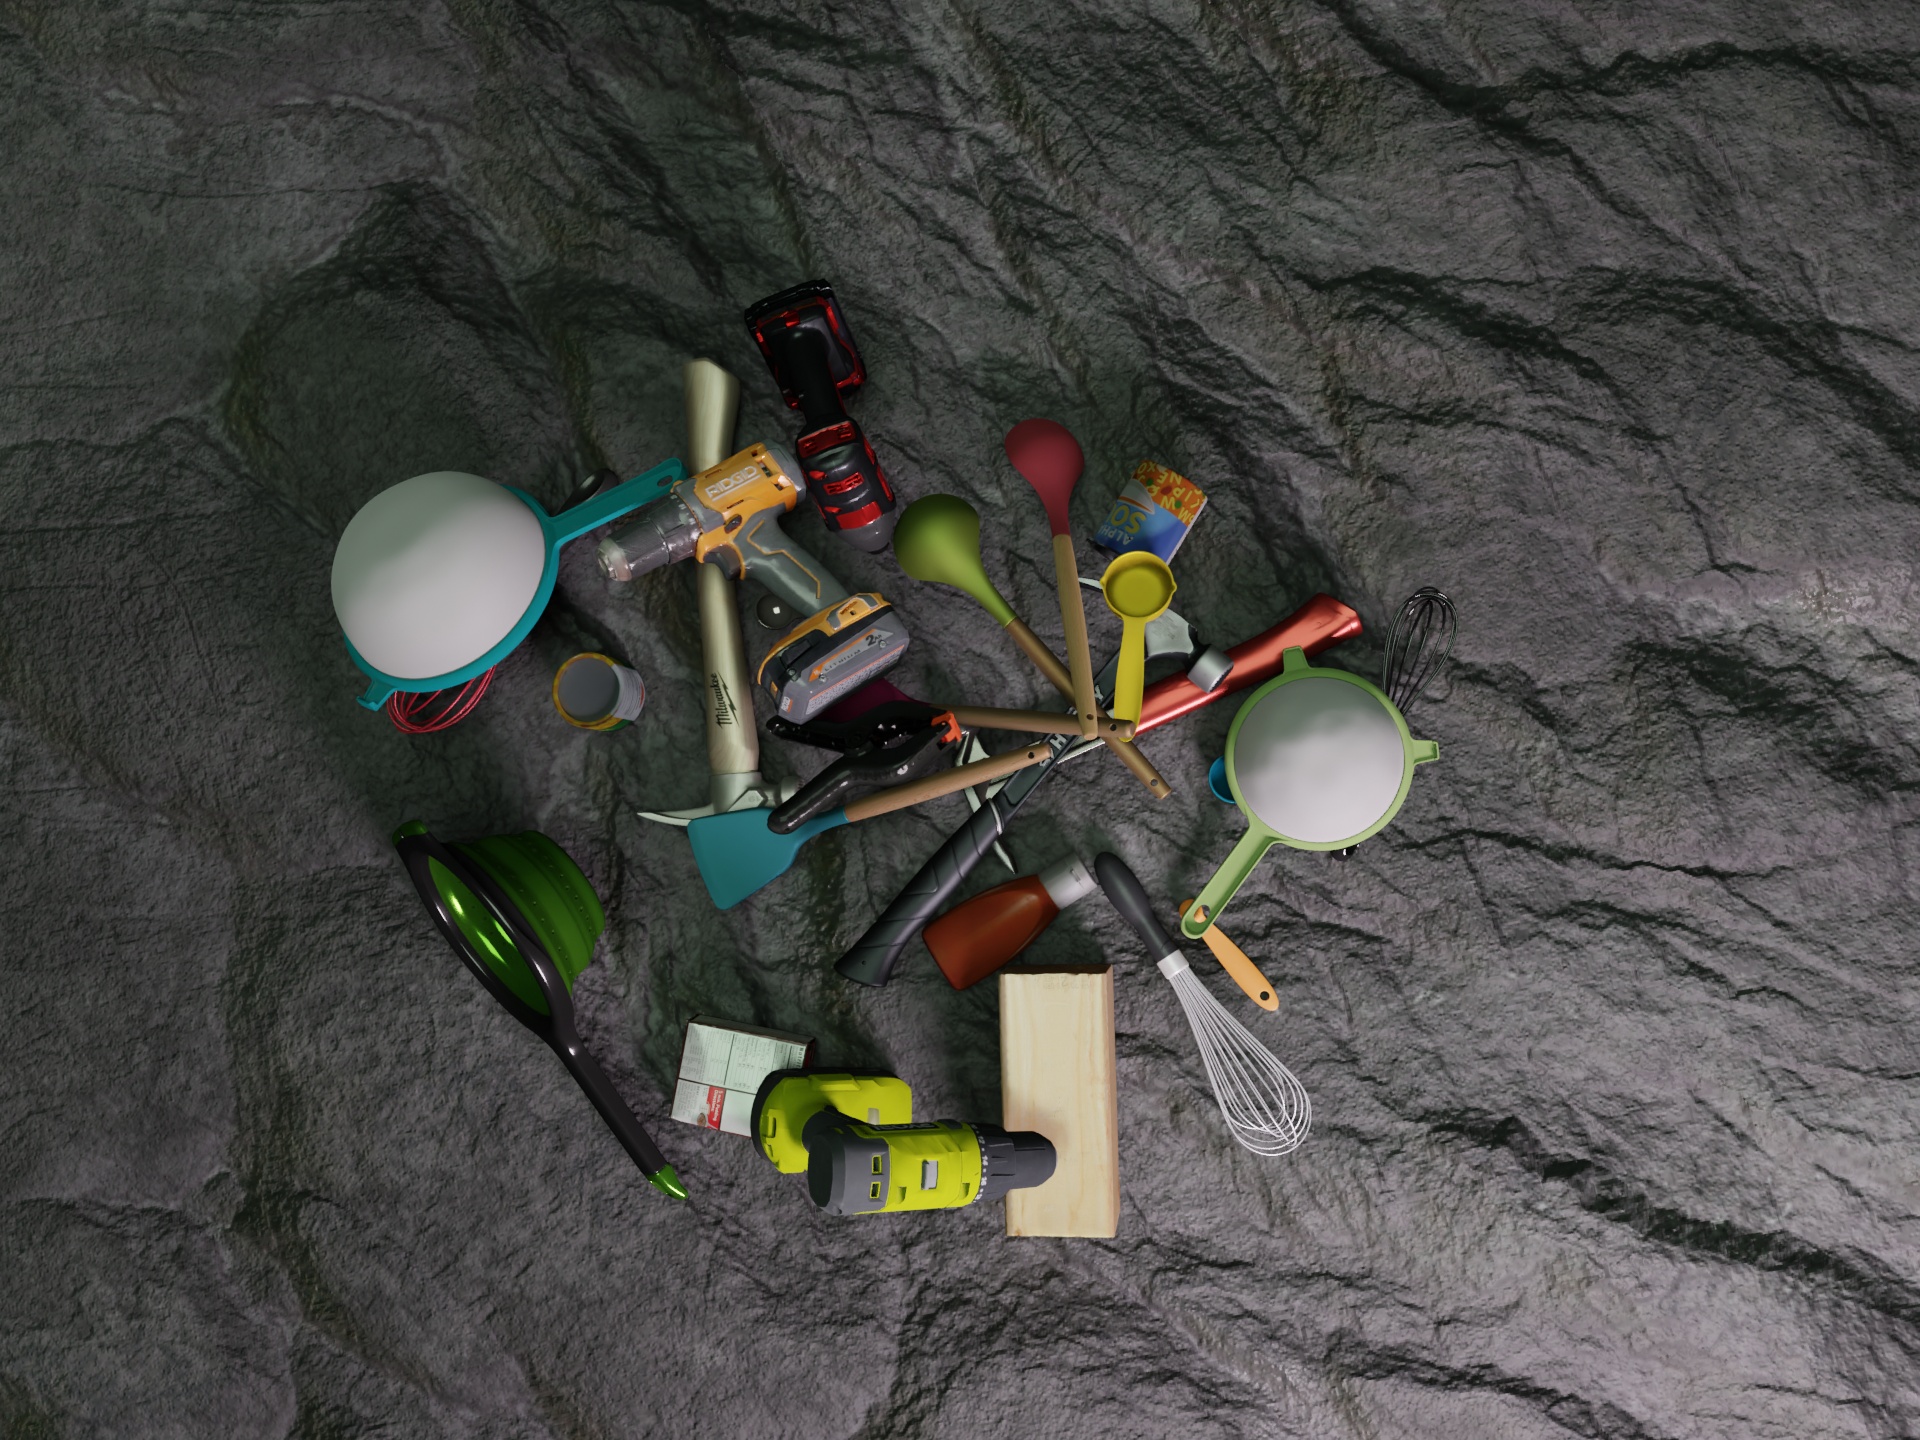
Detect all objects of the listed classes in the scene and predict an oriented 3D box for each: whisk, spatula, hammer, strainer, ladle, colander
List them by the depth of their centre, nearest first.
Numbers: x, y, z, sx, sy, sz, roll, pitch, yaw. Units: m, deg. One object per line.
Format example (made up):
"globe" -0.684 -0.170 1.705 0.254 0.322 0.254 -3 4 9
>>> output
"strainer" 0.256 0.076 1.280 0.151 0.069 0.256 36 99 7
"ladle" 0.061 -0.059 1.293 0.078 0.062 0.320 -42 82 6
"ladle" 0.084 -0.126 1.298 0.069 0.031 0.316 0 62 -13
"spatula" -0.073 0.073 1.311 0.317 0.044 0.082 -19 93 19
"whisk" 0.195 0.228 1.313 0.070 0.070 0.285 -34 78 4
"whisk" 0.353 0.004 1.314 0.055 0.055 0.239 20 94 8
"hammer" 0.038 0.060 1.315 0.149 0.036 0.409 41 92 11
"hammer" 0.170 -0.005 1.339 0.359 0.036 0.149 -24 84 5
"strainer" -0.401 -0.162 1.351 0.340 0.095 0.211 -24 59 7
"colander" -0.324 0.228 1.356 0.094 0.204 0.397 -38 100 -31
"hammer" -0.223 -0.112 1.396 0.146 0.038 0.411 -6 85 8
"whisk" -0.401 -0.106 1.409 0.073 0.073 0.296 38 86 8

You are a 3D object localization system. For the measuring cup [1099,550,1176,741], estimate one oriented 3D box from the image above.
"measuring cup" 0.138 -0.058 1.276 0.062 0.029 0.156 5 80 7

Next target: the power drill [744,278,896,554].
"power drill" -0.106 -0.244 1.314 0.078 0.143 0.220 -20 57 4

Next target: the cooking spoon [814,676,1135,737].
"cooking spoon" -0.002 -0.004 1.313 0.319 0.017 0.069 5 84 32

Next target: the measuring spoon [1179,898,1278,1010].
"measuring spoon" 0.225 0.197 1.330 0.021 0.011 0.117 -41 83 3

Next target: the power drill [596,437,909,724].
"power drill" -0.172 -0.109 1.313 0.185 0.084 0.226 -31 77 -22

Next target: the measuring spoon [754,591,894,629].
"measuring spoon" -0.118 -0.093 1.375 0.124 0.018 0.034 -1 72 -18

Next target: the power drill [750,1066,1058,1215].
"power drill" -0.052 0.329 1.245 0.190 0.228 0.080 5 87 -27

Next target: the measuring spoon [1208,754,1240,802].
"measuring spoon" 0.254 0.015 1.340 0.042 0.021 0.128 37 82 4
